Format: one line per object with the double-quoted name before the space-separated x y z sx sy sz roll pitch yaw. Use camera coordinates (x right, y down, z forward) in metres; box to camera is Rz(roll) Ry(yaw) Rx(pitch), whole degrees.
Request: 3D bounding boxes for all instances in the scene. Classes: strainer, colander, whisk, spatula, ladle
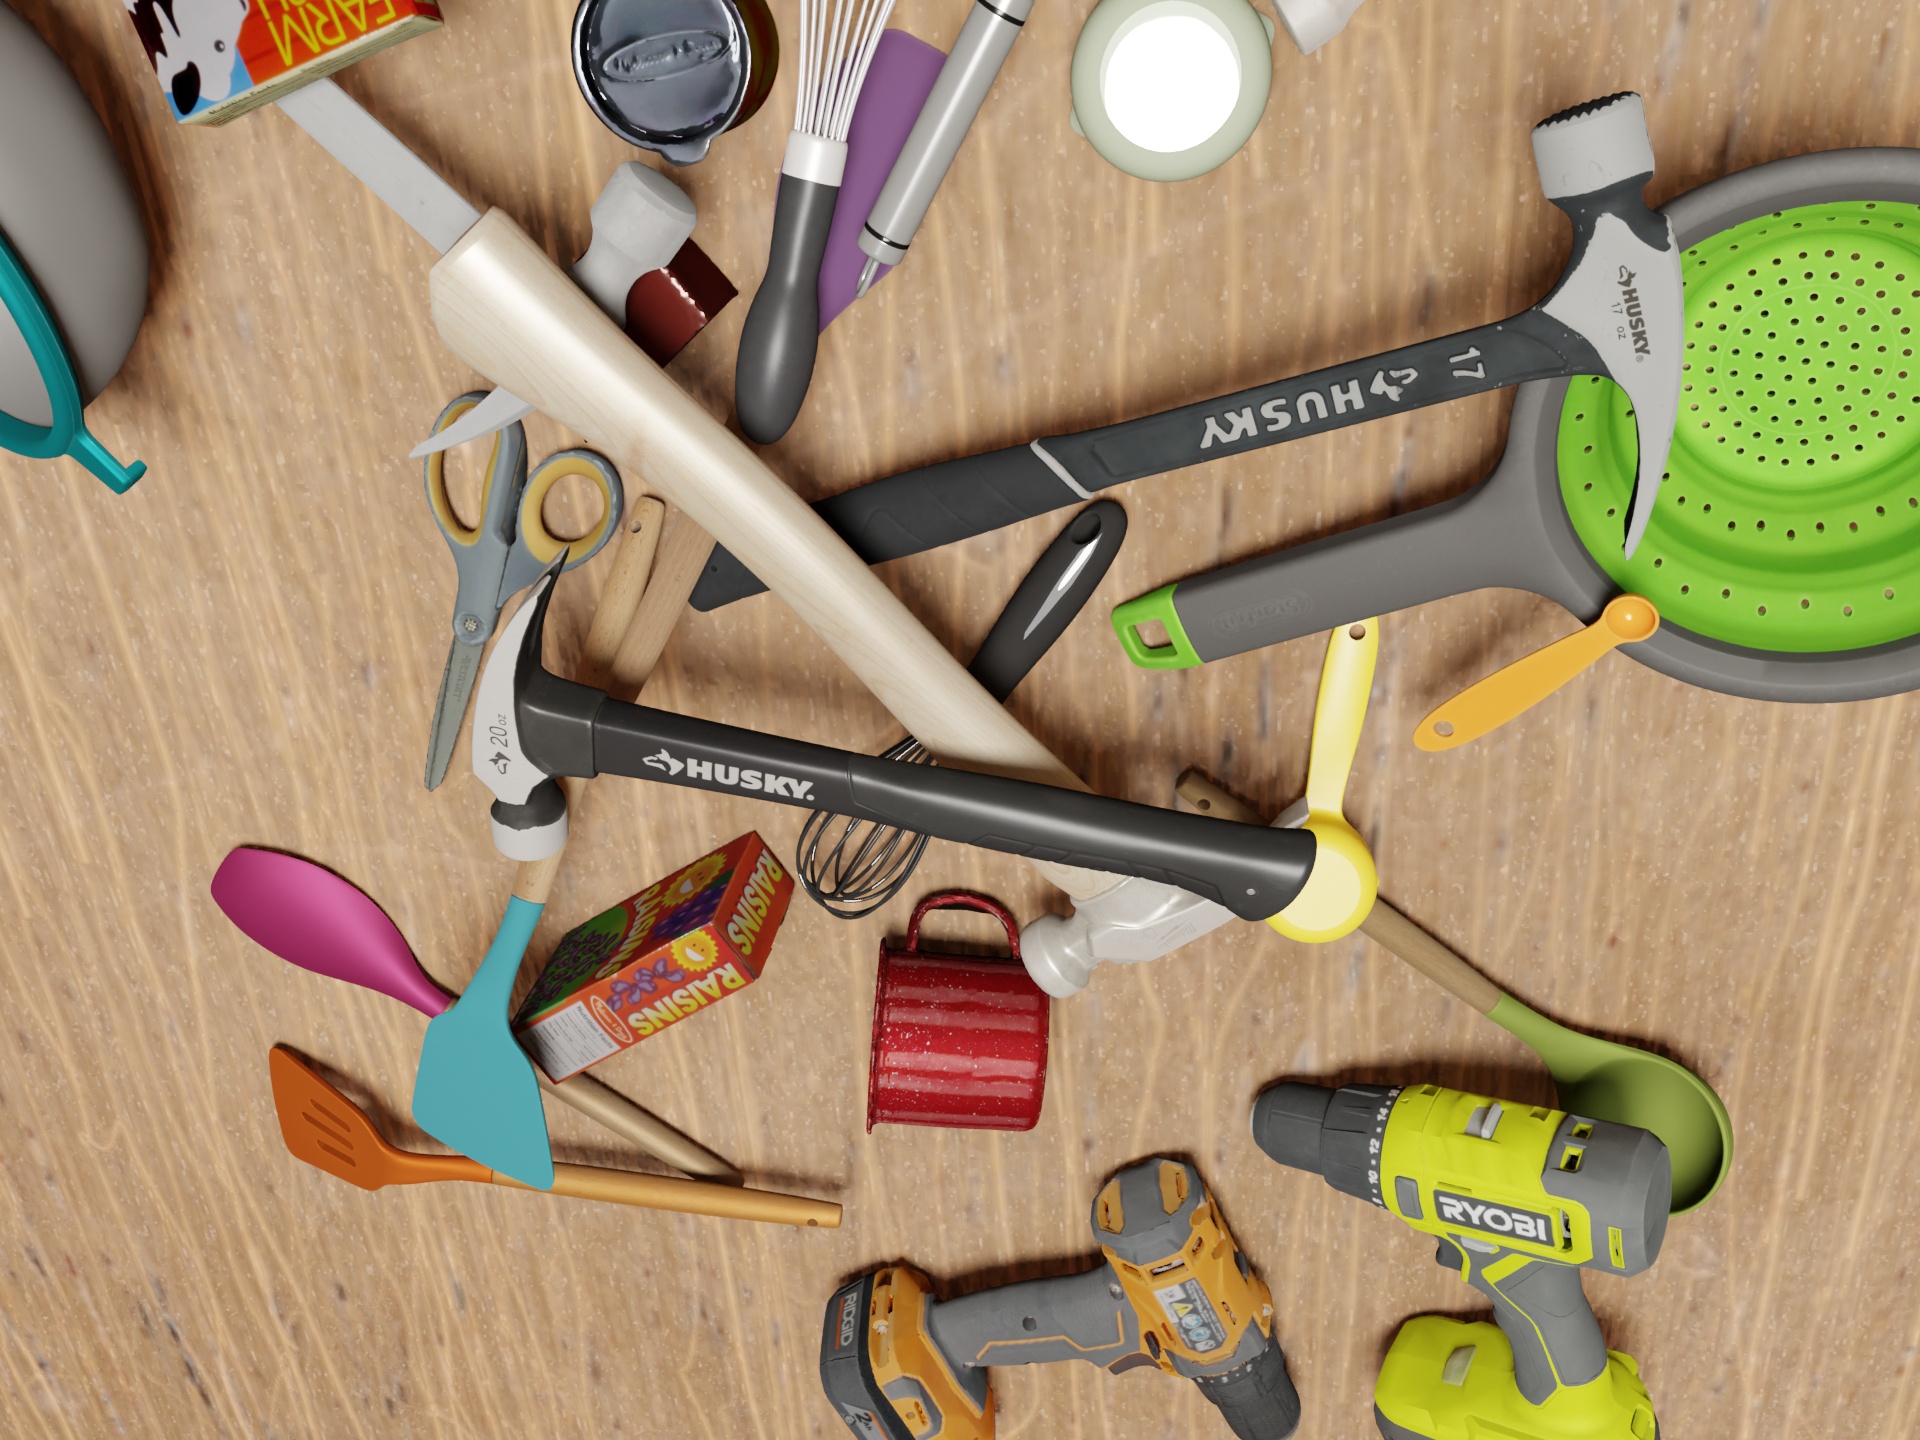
"strainer" 0.021 -0.260 0.557 0.050 0.087 0.258 17 123 -25
"colander" 0.245 -0.097 0.626 0.397 0.094 0.204 -15 115 33
"whisk" -0.001 -0.003 0.714 0.055 0.055 0.239 34 110 -10
"spatula" -0.181 0.054 0.714 0.082 0.044 0.317 19 92 20
"ladle" 0.228 0.125 0.744 0.320 0.062 0.078 35 123 -8
"spatula" -0.221 0.236 0.851 0.322 0.041 0.081 7 120 3
"strainer" -0.382 -0.252 0.553 0.211 0.095 0.340 28 146 21
"spatula" -0.087 -0.126 0.649 0.059 0.018 0.316 26 104 -5
"whisk" -0.046 -0.238 0.580 0.070 0.070 0.284 14 112 -1

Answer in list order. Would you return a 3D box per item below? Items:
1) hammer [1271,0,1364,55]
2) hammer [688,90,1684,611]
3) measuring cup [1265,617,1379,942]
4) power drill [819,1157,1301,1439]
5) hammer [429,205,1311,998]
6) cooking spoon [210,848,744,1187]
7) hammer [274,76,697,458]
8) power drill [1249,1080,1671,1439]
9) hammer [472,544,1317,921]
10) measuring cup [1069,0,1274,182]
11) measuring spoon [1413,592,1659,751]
"hammer" 0.091 -0.401 0.514 0.130 0.031 0.331 -28 109 18
"hammer" 0.060 -0.097 0.612 0.409 0.036 0.149 -11 111 27
"measuring cup" 0.164 0.025 0.699 0.062 0.029 0.156 8 104 5
"power drill" 0.062 0.347 0.859 0.226 0.084 0.185 -24 112 12
"hammer" -0.030 -0.041 0.626 0.146 0.038 0.410 -33 117 26
"cooking spoon" -0.248 0.165 0.834 0.318 0.017 0.068 35 117 -11
"hammer" -0.291 -0.268 0.586 0.405 0.035 0.144 42 112 -5
"power drill" 0.248 0.275 0.783 0.191 0.080 0.228 4 122 36
"hammer" -0.027 0.024 0.627 0.335 0.035 0.146 11 131 2
"measuring cup" 0.059 -0.276 0.574 0.083 0.038 0.167 -21 111 16
"measuring spoon" 0.223 -0.018 0.625 0.021 0.011 0.117 43 136 -7
